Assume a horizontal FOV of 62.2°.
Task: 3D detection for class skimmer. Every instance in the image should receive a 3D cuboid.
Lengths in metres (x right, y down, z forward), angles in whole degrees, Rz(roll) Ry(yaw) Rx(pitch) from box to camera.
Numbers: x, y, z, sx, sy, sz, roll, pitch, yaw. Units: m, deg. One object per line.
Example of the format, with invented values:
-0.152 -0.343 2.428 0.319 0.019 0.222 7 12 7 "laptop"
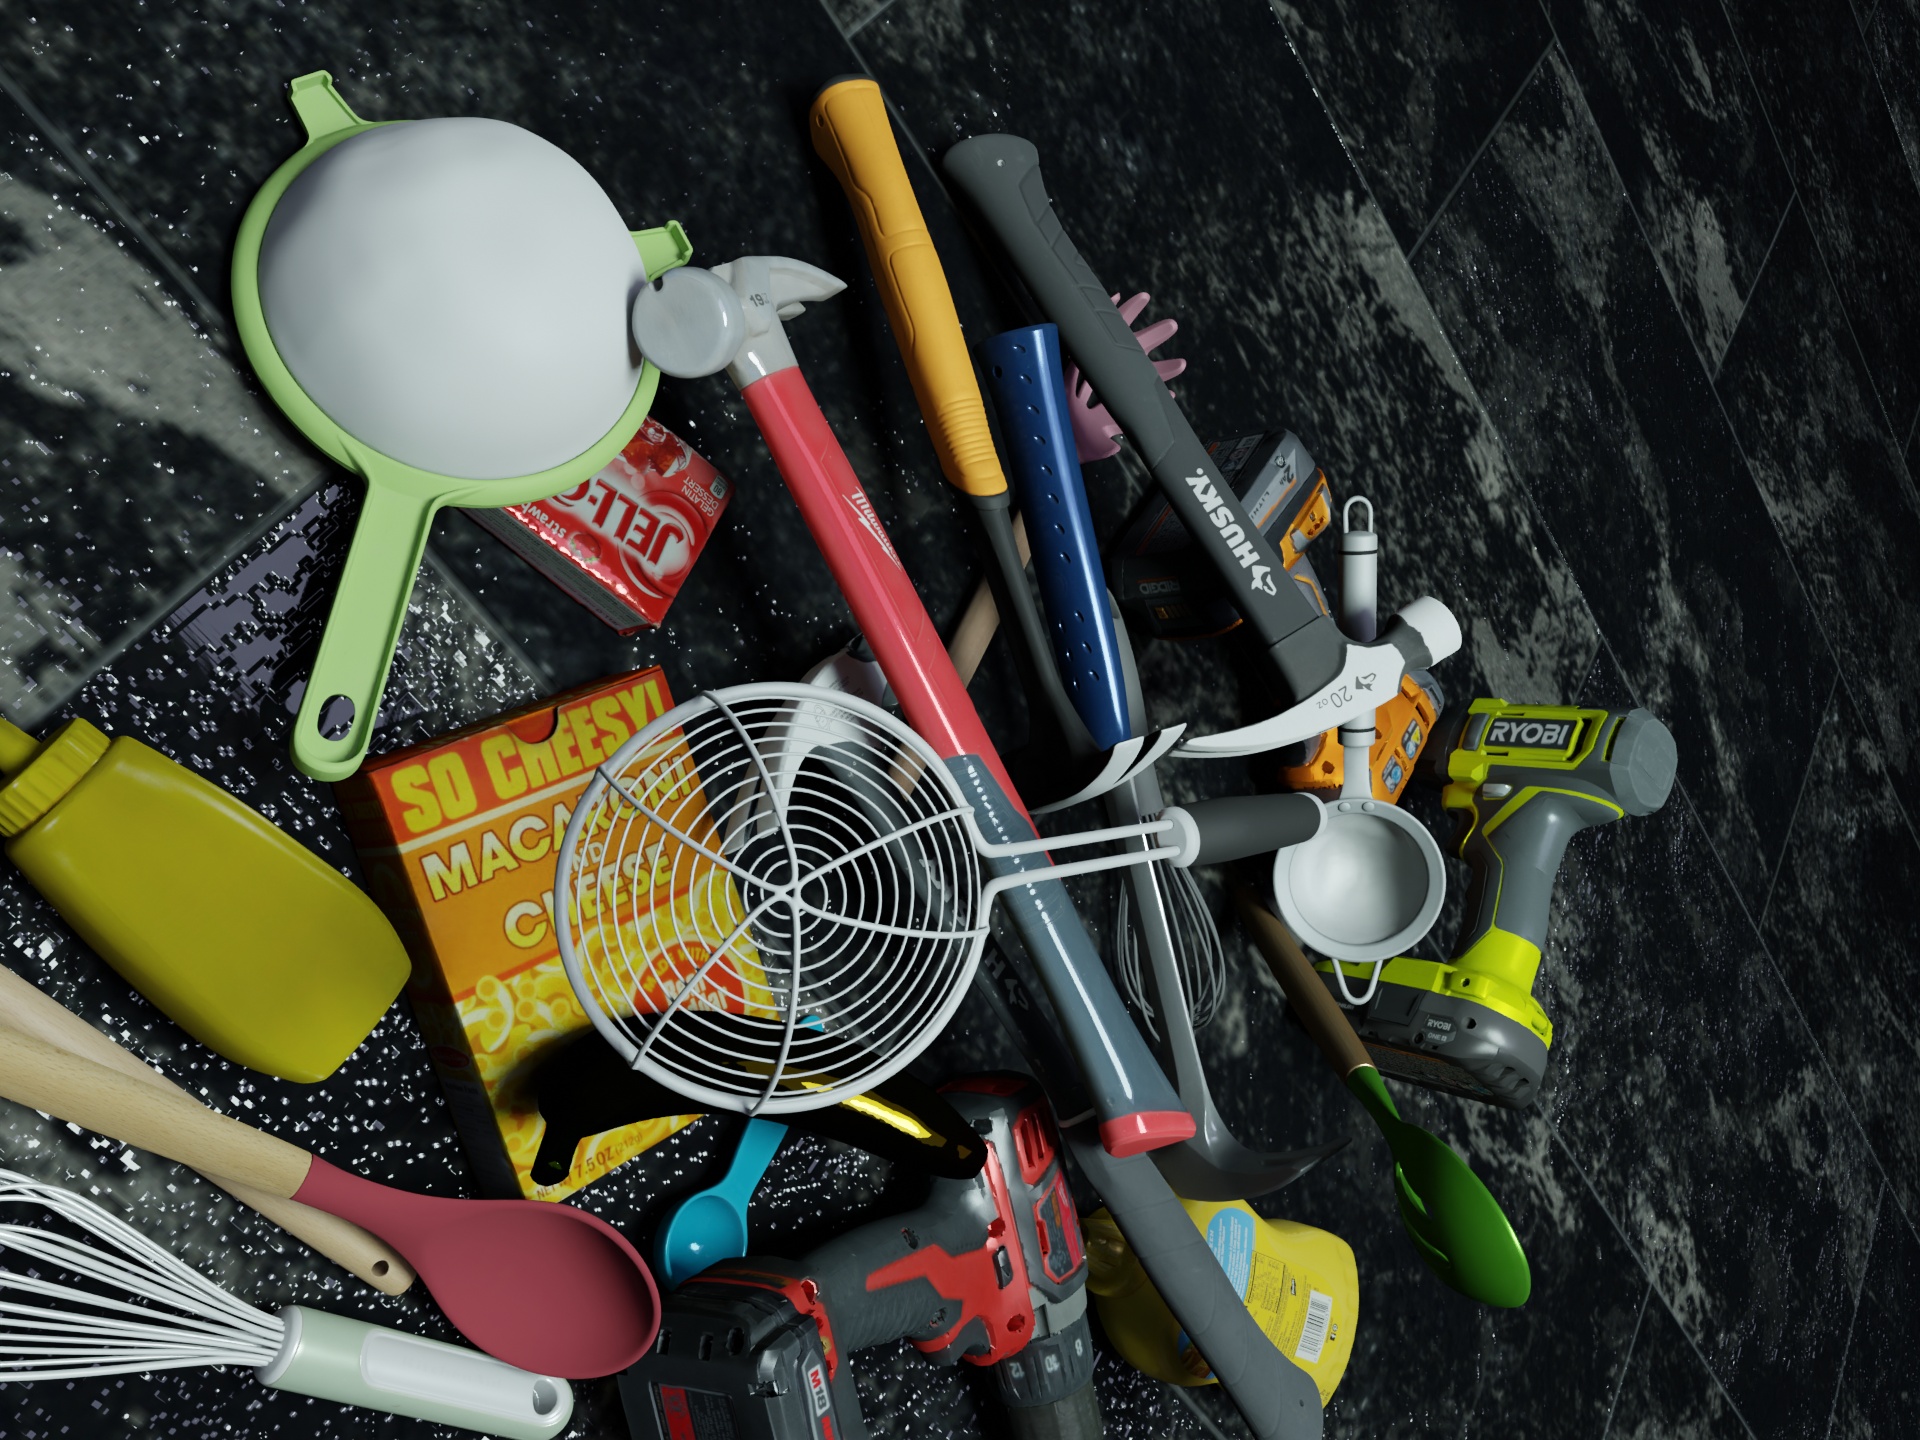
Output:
0.024 0.049 0.575 0.363 0.090 0.127 -1 82 -54 "skimmer"

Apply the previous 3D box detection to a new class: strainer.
-0.176 -0.106 0.534 0.151 0.069 0.256 18 67 -23 "strainer"
0.204 0.015 0.814 0.050 0.087 0.258 -44 133 -73 "strainer"

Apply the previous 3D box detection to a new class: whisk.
0.088 0.046 0.800 0.055 0.055 0.239 -11 87 -42 "whisk"
-0.222 0.194 0.501 0.246 0.059 0.058 35 37 -38 "whisk"

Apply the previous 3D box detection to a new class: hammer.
0.002 -0.126 0.687 0.034 0.127 0.337 -16 84 -25 "hammer"
-0.001 -0.002 0.638 0.386 0.038 0.143 63 21 -8 "hammer"
0.089 -0.136 0.757 0.146 0.035 0.335 -31 85 -12 "hammer"
0.075 0.024 0.721 0.035 0.144 0.405 -16 95 -36 "hammer"
0.043 0.155 0.670 0.409 0.036 0.149 58 35 -10 "hammer"

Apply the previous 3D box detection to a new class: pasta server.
0.030 -0.082 0.766 0.060 0.040 0.316 39 62 -24 "pasta server"

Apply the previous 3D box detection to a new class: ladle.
-0.227 0.132 0.487 0.315 0.031 0.069 34 106 -27 "ladle"

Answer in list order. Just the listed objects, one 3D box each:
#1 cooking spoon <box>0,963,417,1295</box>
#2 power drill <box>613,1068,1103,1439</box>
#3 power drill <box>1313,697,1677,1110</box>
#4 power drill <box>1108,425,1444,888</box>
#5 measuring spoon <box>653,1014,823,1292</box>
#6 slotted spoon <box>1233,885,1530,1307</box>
-0.284 0.086 0.475 0.318 0.017 0.069 49 68 -26 "cooking spoon"
-0.018 0.264 0.639 0.226 0.080 0.188 -18 97 -54 "power drill"
0.285 0.091 0.898 0.080 0.171 0.223 38 69 -32 "power drill"
0.174 -0.024 0.861 0.226 0.084 0.164 54 55 -27 "power drill"
-0.090 0.173 0.645 0.042 0.021 0.129 53 44 -30 "measuring spoon"
0.176 0.153 0.731 0.031 0.314 0.070 -16 112 -1 "slotted spoon"
